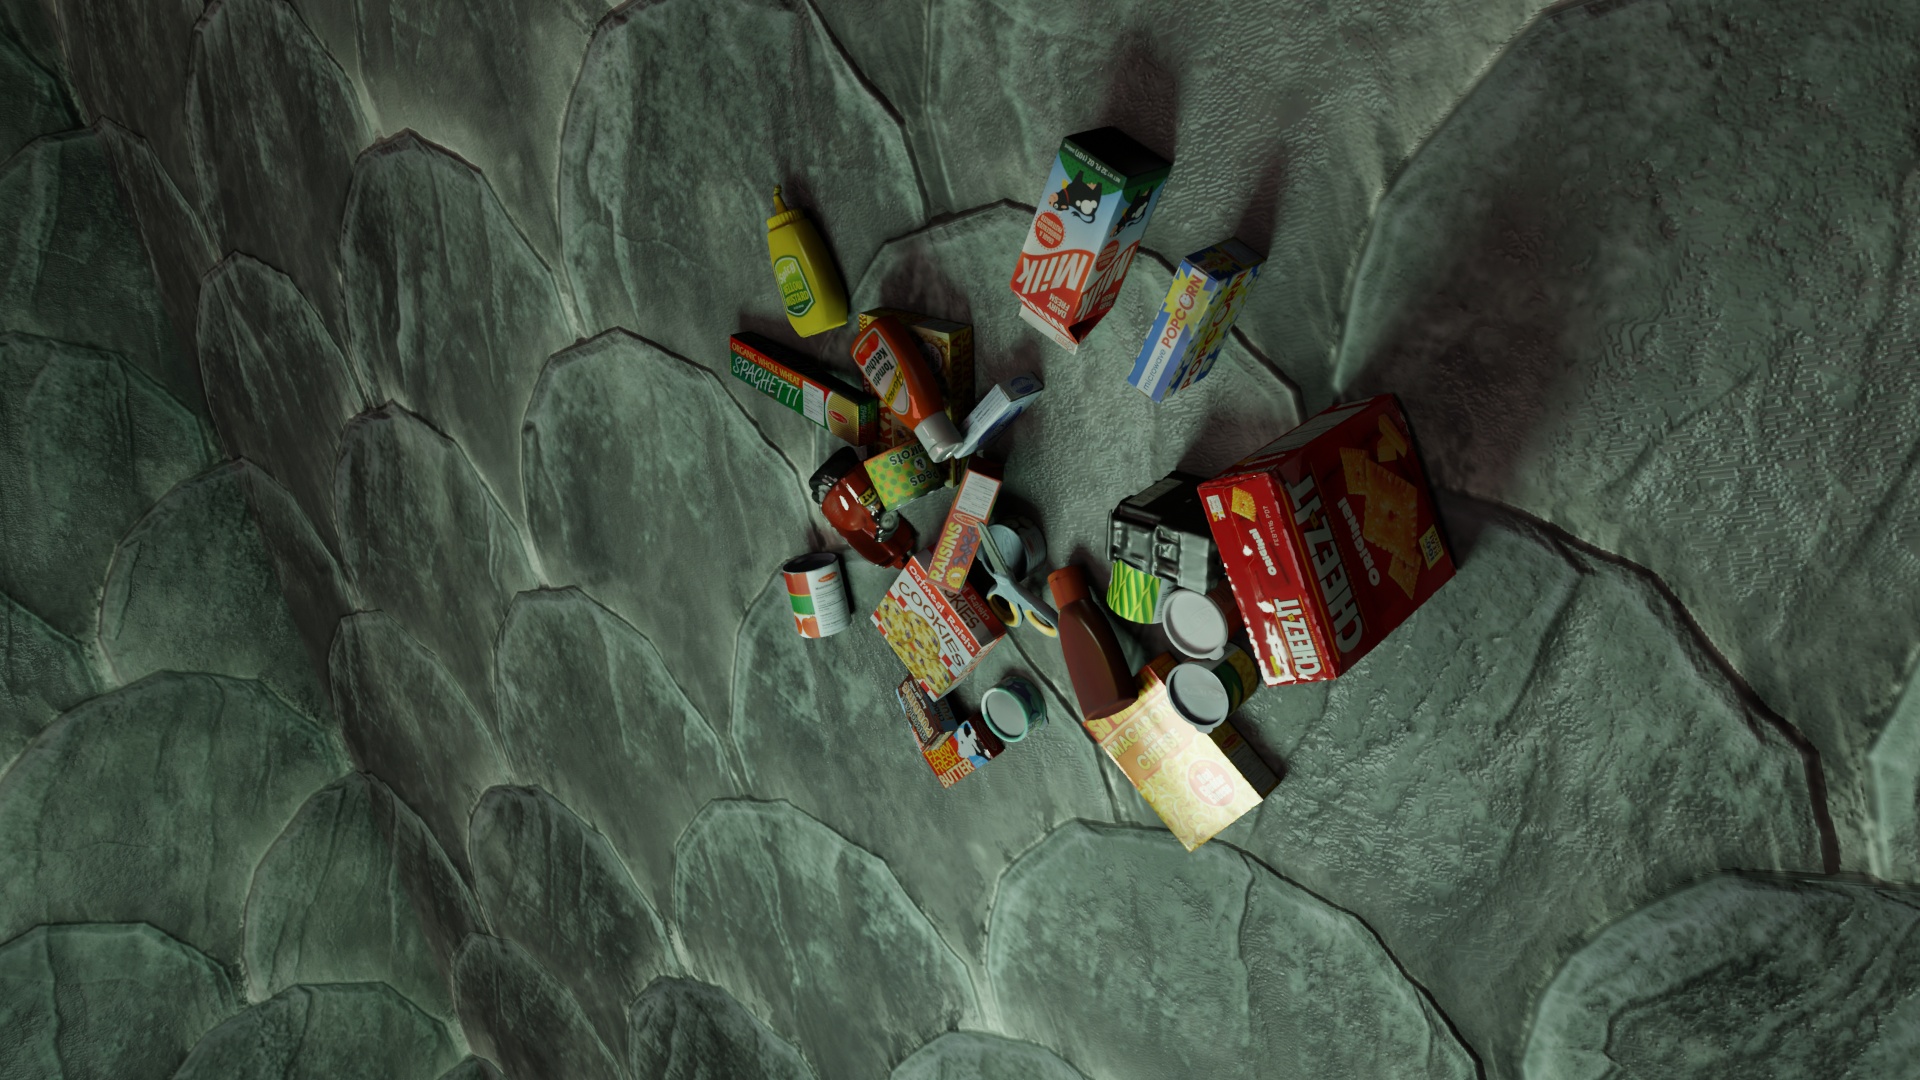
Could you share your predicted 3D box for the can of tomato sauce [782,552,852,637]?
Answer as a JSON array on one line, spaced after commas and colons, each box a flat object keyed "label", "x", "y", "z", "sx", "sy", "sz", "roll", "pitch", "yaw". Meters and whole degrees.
[{"label": "can of tomato sauce", "x": -0.168, "y": 0.063, "z": 1.630, "sx": 0.071, "sy": 0.071, "sz": 0.082, "roll": 4, "pitch": 113, "yaw": 41}]

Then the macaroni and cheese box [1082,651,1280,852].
[{"label": "macaroni and cheese box", "x": 0.215, "y": 0.208, "z": 1.368, "sx": 0.166, "sy": 0.040, "sz": 0.123, "roll": 50, "pitch": 134, "yaw": 11}]

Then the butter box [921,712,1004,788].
[{"label": "butter box", "x": 0.002, "y": 0.241, "z": 1.589, "sx": 0.053, "sy": 0.024, "sz": 0.103, "roll": 56, "pitch": 135, "yaw": 8}]

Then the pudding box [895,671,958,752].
[{"label": "pudding box", "x": -0.039, "y": 0.192, "z": 1.581, "sx": 0.049, "sy": 0.030, "sz": 0.084, "roll": -51, "pitch": 53, "yaw": 43}]

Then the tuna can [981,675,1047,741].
[{"label": "tuna can", "x": 0.059, "y": 0.184, "z": 1.504, "sx": 0.071, "sy": 0.033, "sz": 0.070, "roll": 20, "pitch": 122, "yaw": 35}]

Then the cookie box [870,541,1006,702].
[{"label": "cookie box", "x": -0.026, "y": 0.090, "z": 1.508, "sx": 0.123, "sy": 0.040, "sz": 0.166, "roll": 52, "pitch": 149, "yaw": 10}]

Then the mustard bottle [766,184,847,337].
[{"label": "mustard bottle", "x": -0.171, "y": -0.298, "z": 1.471, "sx": 0.065, "sy": 0.049, "sz": 0.160, "roll": -12, "pitch": 101, "yaw": 43}]

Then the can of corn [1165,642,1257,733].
[{"label": "can of corn", "x": 0.236, "y": 0.136, "z": 1.301, "sx": 0.071, "sy": 0.058, "sz": 0.070, "roll": 19, "pitch": 122, "yaw": 35}]

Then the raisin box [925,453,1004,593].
[{"label": "raisin box", "x": 0.005, "y": -0.017, "z": 1.389, "sx": 0.040, "sy": 0.086, "sz": 0.123, "roll": 21, "pitch": 103, "yaw": -3}]

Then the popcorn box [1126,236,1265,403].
[{"label": "popcorn box", "x": 0.197, "y": -0.184, "z": 1.164, "sx": 0.038, "sy": 0.085, "sz": 0.126, "roll": 39, "pitch": 131, "yaw": 20}]

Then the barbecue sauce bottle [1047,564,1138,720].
[{"label": "barbecue sauce bottle", "x": 0.125, "y": 0.098, "z": 1.363, "sx": 0.064, "sy": 0.044, "sz": 0.149, "roll": -42, "pitch": 59, "yaw": 48}]

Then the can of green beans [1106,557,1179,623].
[{"label": "can of green beans", "x": 0.174, "y": 0.036, "z": 1.305, "sx": 0.071, "sy": 0.071, "sz": 0.057, "roll": 28, "pitch": 127, "yaw": 30}]

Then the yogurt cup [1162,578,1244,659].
[{"label": "yogurt cup", "x": 0.228, "y": 0.068, "z": 1.279, "sx": 0.072, "sy": 0.054, "sz": 0.072, "roll": 19, "pitch": 122, "yaw": 35}]

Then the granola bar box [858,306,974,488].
[{"label": "granola bar box", "x": -0.044, "y": -0.149, "z": 1.434, "sx": 0.124, "sy": 0.039, "sz": 0.164, "roll": 18, "pitch": 121, "yaw": 36}]

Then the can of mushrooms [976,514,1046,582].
[{"label": "can of mushrooms", "x": 0.052, "y": 0.008, "z": 1.426, "sx": 0.071, "sy": 0.033, "sz": 0.070, "roll": 20, "pitch": 123, "yaw": 34}]

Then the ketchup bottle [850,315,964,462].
[{"label": "ketchup bottle", "x": -0.049, "y": -0.147, "z": 1.369, "sx": 0.149, "sy": 0.044, "sz": 0.064, "roll": 57, "pitch": 136, "yaw": 12}]

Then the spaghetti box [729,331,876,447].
[{"label": "spaghetti box", "x": -0.177, "y": -0.170, "z": 1.521, "sx": 0.250, "sy": 0.029, "sz": 0.050, "roll": 31, "pitch": 129, "yaw": 41}]

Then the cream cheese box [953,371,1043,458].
[{"label": "cream cheese box", "x": 0.033, "y": -0.122, "z": 1.366, "sx": 0.024, "sy": 0.053, "sz": 0.103, "roll": 55, "pitch": 135, "yaw": 10}]

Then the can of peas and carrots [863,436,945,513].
[{"label": "can of peas and carrots", "x": -0.056, "y": -0.067, "z": 1.405, "sx": 0.070, "sy": 0.071, "sz": 0.058, "roll": -24, "pitch": 92, "yaw": 46}]

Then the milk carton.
[{"label": "milk carton", "x": 0.106, "y": -0.258, "z": 1.220, "sx": 0.072, "sy": 0.074, "sz": 0.189, "roll": 40, "pitch": 132, "yaw": 21}]
